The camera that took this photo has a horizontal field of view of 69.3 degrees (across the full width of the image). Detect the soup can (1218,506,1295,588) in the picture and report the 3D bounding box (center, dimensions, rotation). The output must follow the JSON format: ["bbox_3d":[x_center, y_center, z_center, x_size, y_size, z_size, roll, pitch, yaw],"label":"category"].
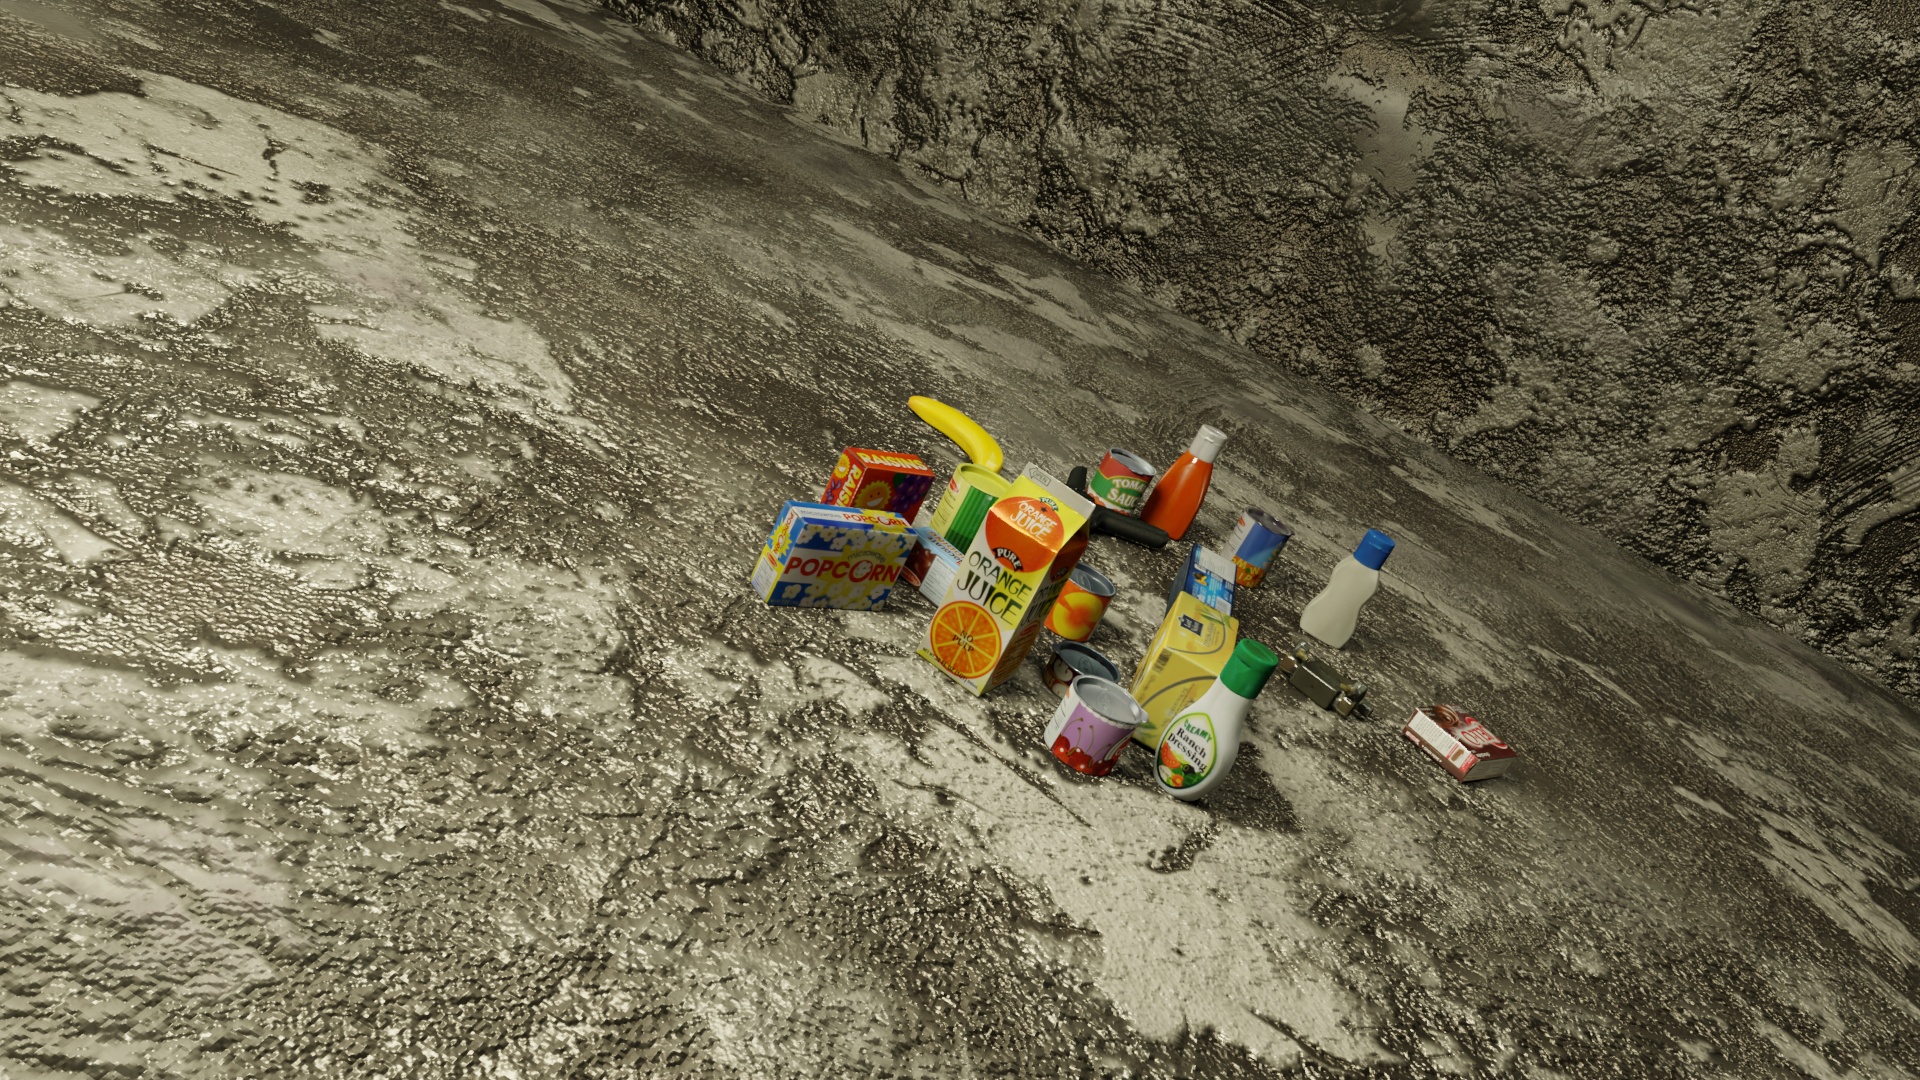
[{"bbox_3d":[0.374,0.011,1.767,0.071,0.083,0.071,23,21,-10],"label":"soup can"}]

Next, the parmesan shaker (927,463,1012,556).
[{"bbox_3d":[0.005,-0.017,1.378,0.071,0.102,0.071,23,21,-10],"label":"parmesan shaker"}]

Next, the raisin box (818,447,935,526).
[{"bbox_3d":[-0.087,-0.020,1.252,0.086,0.123,0.040,5,30,-44],"label":"raisin box"}]

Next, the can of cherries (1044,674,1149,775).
[{"bbox_3d":[0.114,0.157,1.170,0.071,0.058,0.072,23,22,-10],"label":"can of cherries"}]

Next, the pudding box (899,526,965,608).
[{"bbox_3d":[-0.021,0.029,1.317,0.084,0.049,0.030,38,24,27],"label":"pudding box"}]

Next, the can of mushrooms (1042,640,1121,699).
[{"bbox_3d":[0.109,0.123,1.275,0.071,0.033,0.071,23,22,-10],"label":"can of mushrooms"}]

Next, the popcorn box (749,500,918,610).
[{"bbox_3d":[-0.109,0.014,1.200,0.127,0.085,0.038,6,29,-42],"label":"popcorn box"}]

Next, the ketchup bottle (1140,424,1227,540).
[{"bbox_3d":[0.290,-0.076,1.779,0.065,0.148,0.044,31,21,10],"label":"ketchup bottle"}]

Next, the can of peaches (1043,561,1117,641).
[{"bbox_3d":[0.112,0.059,1.390,0.071,0.057,0.071,23,22,-10],"label":"can of peaches"}]

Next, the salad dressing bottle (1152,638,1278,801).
[{"bbox_3d":[0.217,0.152,1.179,0.044,0.147,0.064,2,32,-48],"label":"salad dressing bottle"}]

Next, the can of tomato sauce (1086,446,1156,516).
[{"bbox_3d":[0.196,-0.064,1.731,0.071,0.082,0.071,23,21,-10],"label":"can of tomato sauce"}]

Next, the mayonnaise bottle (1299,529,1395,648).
[{"bbox_3d":[0.475,0.057,1.691,0.065,0.147,0.041,32,21,11],"label":"mayonnaise bottle"}]

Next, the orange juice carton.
[{"bbox_3d":[0.045,0.031,1.192,0.072,0.192,0.073,34,22,18],"label":"orange juice carton"}]
